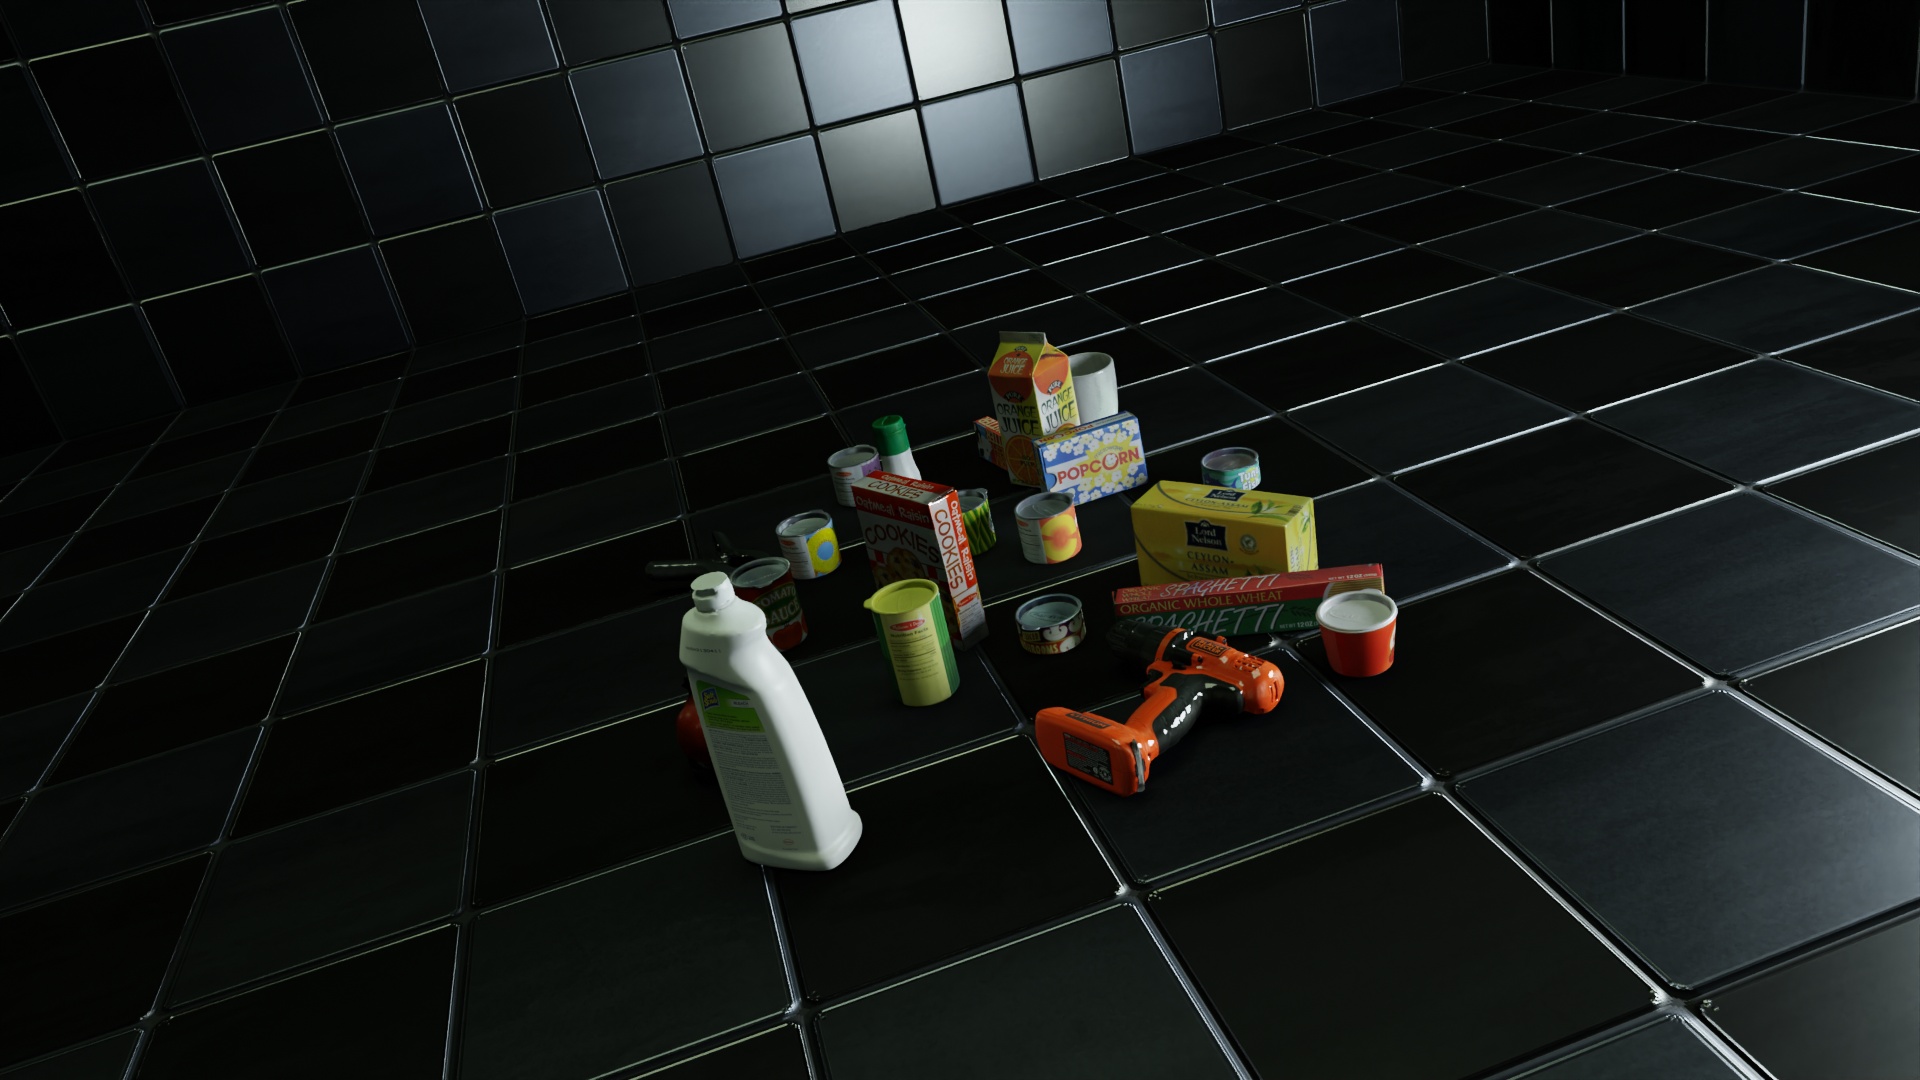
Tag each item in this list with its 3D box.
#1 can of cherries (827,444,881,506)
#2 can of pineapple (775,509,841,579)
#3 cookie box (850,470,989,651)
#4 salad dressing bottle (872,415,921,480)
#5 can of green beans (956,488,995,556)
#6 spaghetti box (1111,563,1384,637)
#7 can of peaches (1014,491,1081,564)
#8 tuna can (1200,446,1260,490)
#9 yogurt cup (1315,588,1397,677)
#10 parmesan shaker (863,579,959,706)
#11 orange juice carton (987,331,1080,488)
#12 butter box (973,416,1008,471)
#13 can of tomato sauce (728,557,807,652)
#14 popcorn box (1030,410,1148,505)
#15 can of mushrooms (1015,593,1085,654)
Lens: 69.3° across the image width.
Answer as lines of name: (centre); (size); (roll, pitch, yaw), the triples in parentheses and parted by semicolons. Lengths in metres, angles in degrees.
can of cherries: (-0.132, -0.084, 1.793); (0.071, 0.058, 0.072); (-11, 25, 5)
can of pineapple: (-0.176, 0.005, 1.626); (0.071, 0.057, 0.071); (-11, 25, 5)
cookie box: (-0.041, 0.018, 1.401); (0.040, 0.166, 0.123); (-31, 30, -34)
salad dressing bottle: (-0.070, -0.074, 1.635); (0.044, 0.147, 0.064); (-8, 25, 11)
can of green beans: (0.004, -0.019, 1.590); (0.071, 0.057, 0.071); (-11, 25, 5)
spaghetti box: (0.268, 0.061, 1.301); (0.250, 0.050, 0.029); (-6, 25, 14)
can of peaches: (0.099, -0.015, 1.534); (0.071, 0.057, 0.071); (-11, 25, 5)
tuna can: (0.313, -0.080, 1.600); (0.071, 0.032, 0.071); (-11, 25, 5)
yogurt cup: (0.347, 0.083, 1.211); (0.072, 0.053, 0.073); (-11, 25, 5)
parmesan shaker: (-0.045, 0.097, 1.312); (0.071, 0.102, 0.071); (-11, 24, 5)
orange juice carton: (0.092, -0.164, 1.695); (0.072, 0.191, 0.073); (10, 33, 41)
butter box: (0.054, -0.122, 1.791); (0.024, 0.053, 0.103); (-22, 26, -20)
can of tomato sauce: (-0.202, 0.070, 1.470); (0.071, 0.082, 0.071); (-11, 24, 5)
popcorn box: (0.153, -0.094, 1.645); (0.127, 0.085, 0.038); (-18, 25, -11)
can of mushrooms: (0.087, 0.083, 1.361); (0.071, 0.033, 0.071); (-11, 25, 5)
